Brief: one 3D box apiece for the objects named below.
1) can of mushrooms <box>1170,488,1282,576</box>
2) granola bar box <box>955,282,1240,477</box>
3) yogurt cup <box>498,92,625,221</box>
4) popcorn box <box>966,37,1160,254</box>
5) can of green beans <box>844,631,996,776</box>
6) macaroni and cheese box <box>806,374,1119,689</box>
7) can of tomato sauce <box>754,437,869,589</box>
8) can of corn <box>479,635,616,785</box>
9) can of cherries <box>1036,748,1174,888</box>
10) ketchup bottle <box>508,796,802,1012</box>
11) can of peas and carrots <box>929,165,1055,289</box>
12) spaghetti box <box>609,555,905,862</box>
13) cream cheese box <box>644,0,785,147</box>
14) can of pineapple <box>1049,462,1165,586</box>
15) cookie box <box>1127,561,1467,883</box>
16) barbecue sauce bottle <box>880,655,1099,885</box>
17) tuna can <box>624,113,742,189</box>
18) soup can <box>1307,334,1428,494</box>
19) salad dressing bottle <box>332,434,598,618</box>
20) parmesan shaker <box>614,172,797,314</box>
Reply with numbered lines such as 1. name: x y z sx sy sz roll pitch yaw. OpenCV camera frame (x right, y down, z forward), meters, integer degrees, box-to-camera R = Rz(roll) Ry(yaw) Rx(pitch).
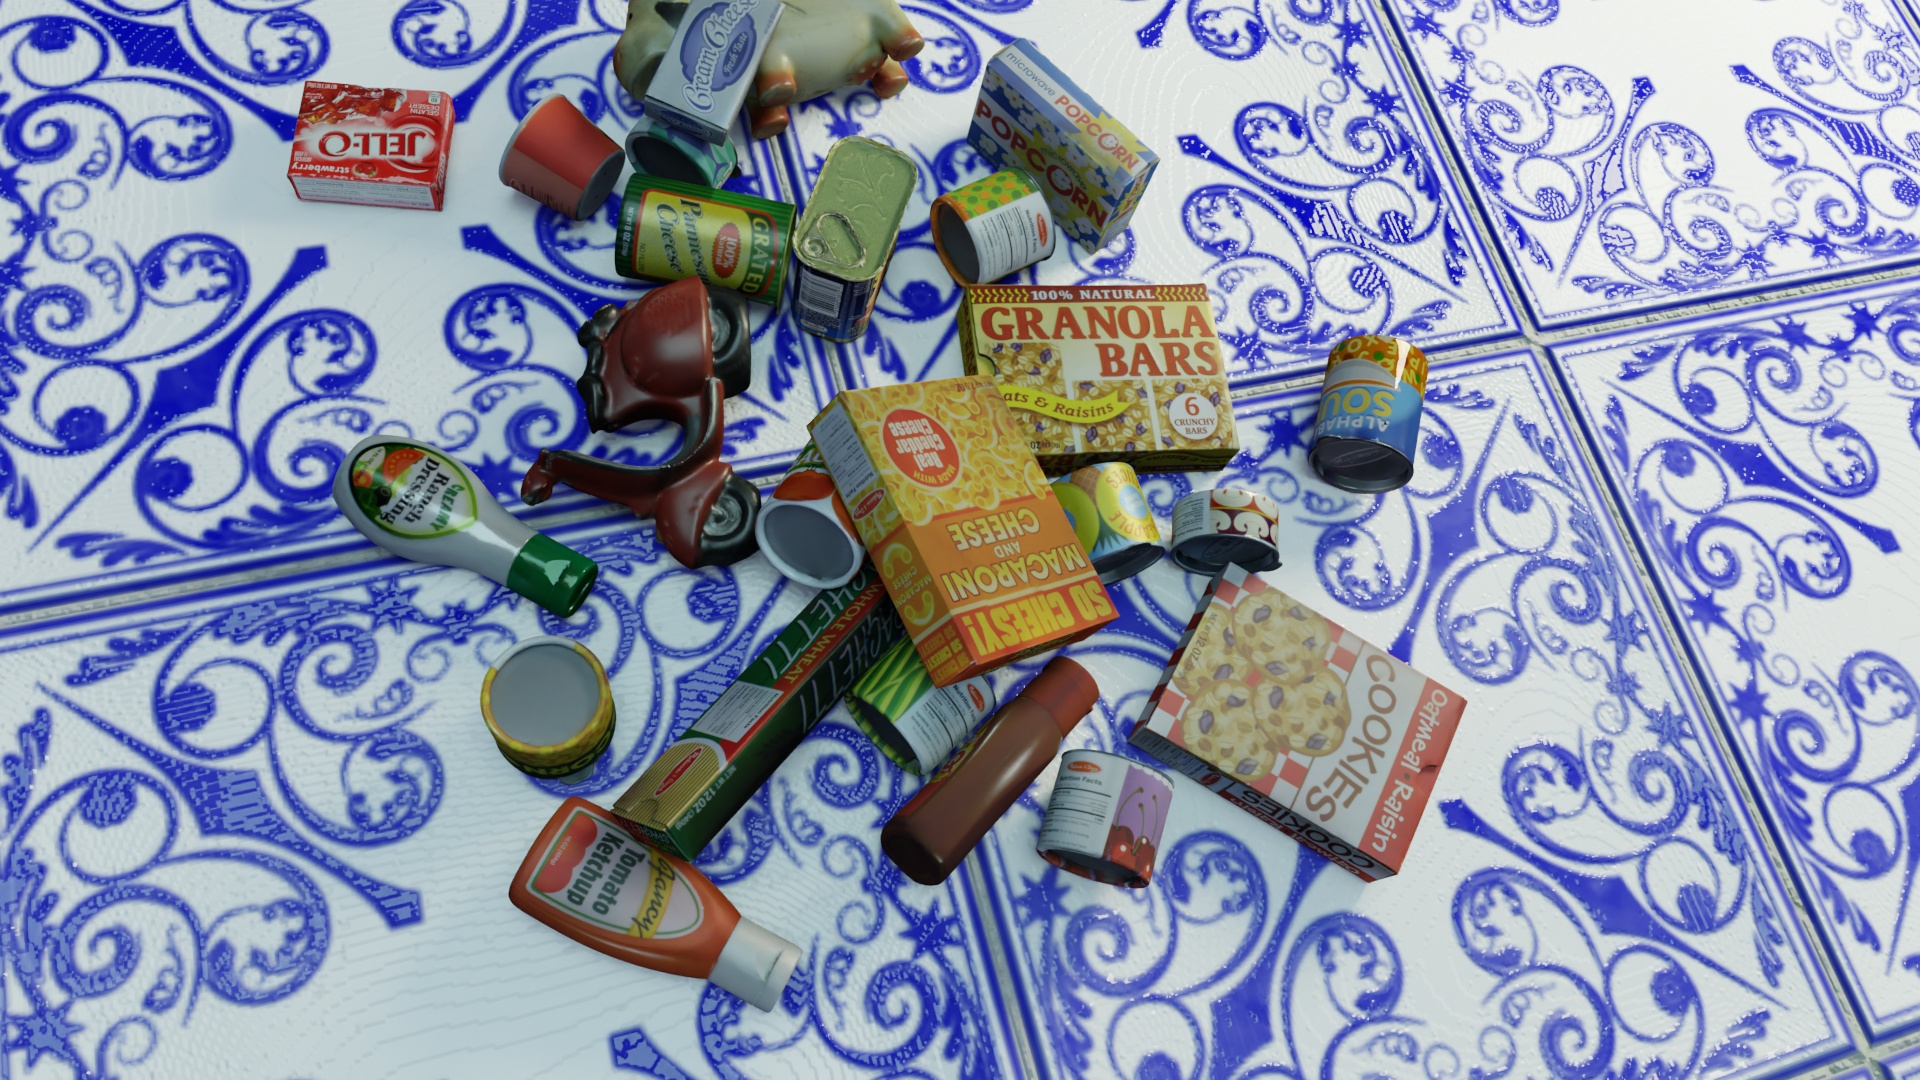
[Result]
1. can of mushrooms: 0.165 -0.004 0.857 0.071 0.070 0.033 8 66 -7
2. granola bar box: 0.088 -0.105 0.898 0.166 0.039 0.124 -3 68 -12
3. yogurt cup: -0.249 -0.239 0.877 0.054 0.072 0.073 34 66 -5
4. popcorn box: 0.066 -0.264 0.934 0.127 0.085 0.038 44 68 8
5. can of green beans: -0.023 0.090 0.782 0.071 0.071 0.058 44 68 8
6. macaroni and cheese box: 0.003 -0.010 0.780 0.124 0.040 0.167 -13 71 -45
7. can of tomato sauce: -0.073 -0.024 0.803 0.071 0.070 0.083 27 44 1
8. can of corn: -0.220 0.092 0.747 0.071 0.058 0.071 4 67 -9
9. can of cherries: 0.083 0.157 0.776 0.071 0.071 0.058 19 66 -3
10. ketchup bottle: -0.156 0.195 0.726 0.149 0.043 0.065 28 60 1
11. can of peas and carrots: 0.019 -0.205 0.914 0.059 0.070 0.071 -27 76 -19
12. spaghetti box: -0.085 0.071 0.765 0.251 0.050 0.028 -47 127 -32
13. cream cheese box: -0.152 -0.300 0.862 0.053 0.024 0.104 22 72 -9
14. can of pineapple: 0.085 -0.009 0.842 0.071 0.070 0.058 -14 72 -16
15. cookie box: 0.203 0.108 0.832 0.167 0.040 0.123 31 66 2
16. barbecue sauce bottle: 0.020 0.126 0.779 0.044 0.064 0.149 44 62 6
17. tuna can: -0.178 -0.247 0.892 0.071 0.070 0.033 28 67 1
18. soup can: 0.266 -0.084 0.907 0.071 0.071 0.084 18 65 -3
19. salad dressing bottle: -0.278 -0.006 0.785 0.148 0.043 0.064 28 67 1
20. parmesan shaker: -0.159 -0.185 0.871 0.103 0.071 0.071 10 67 -6
